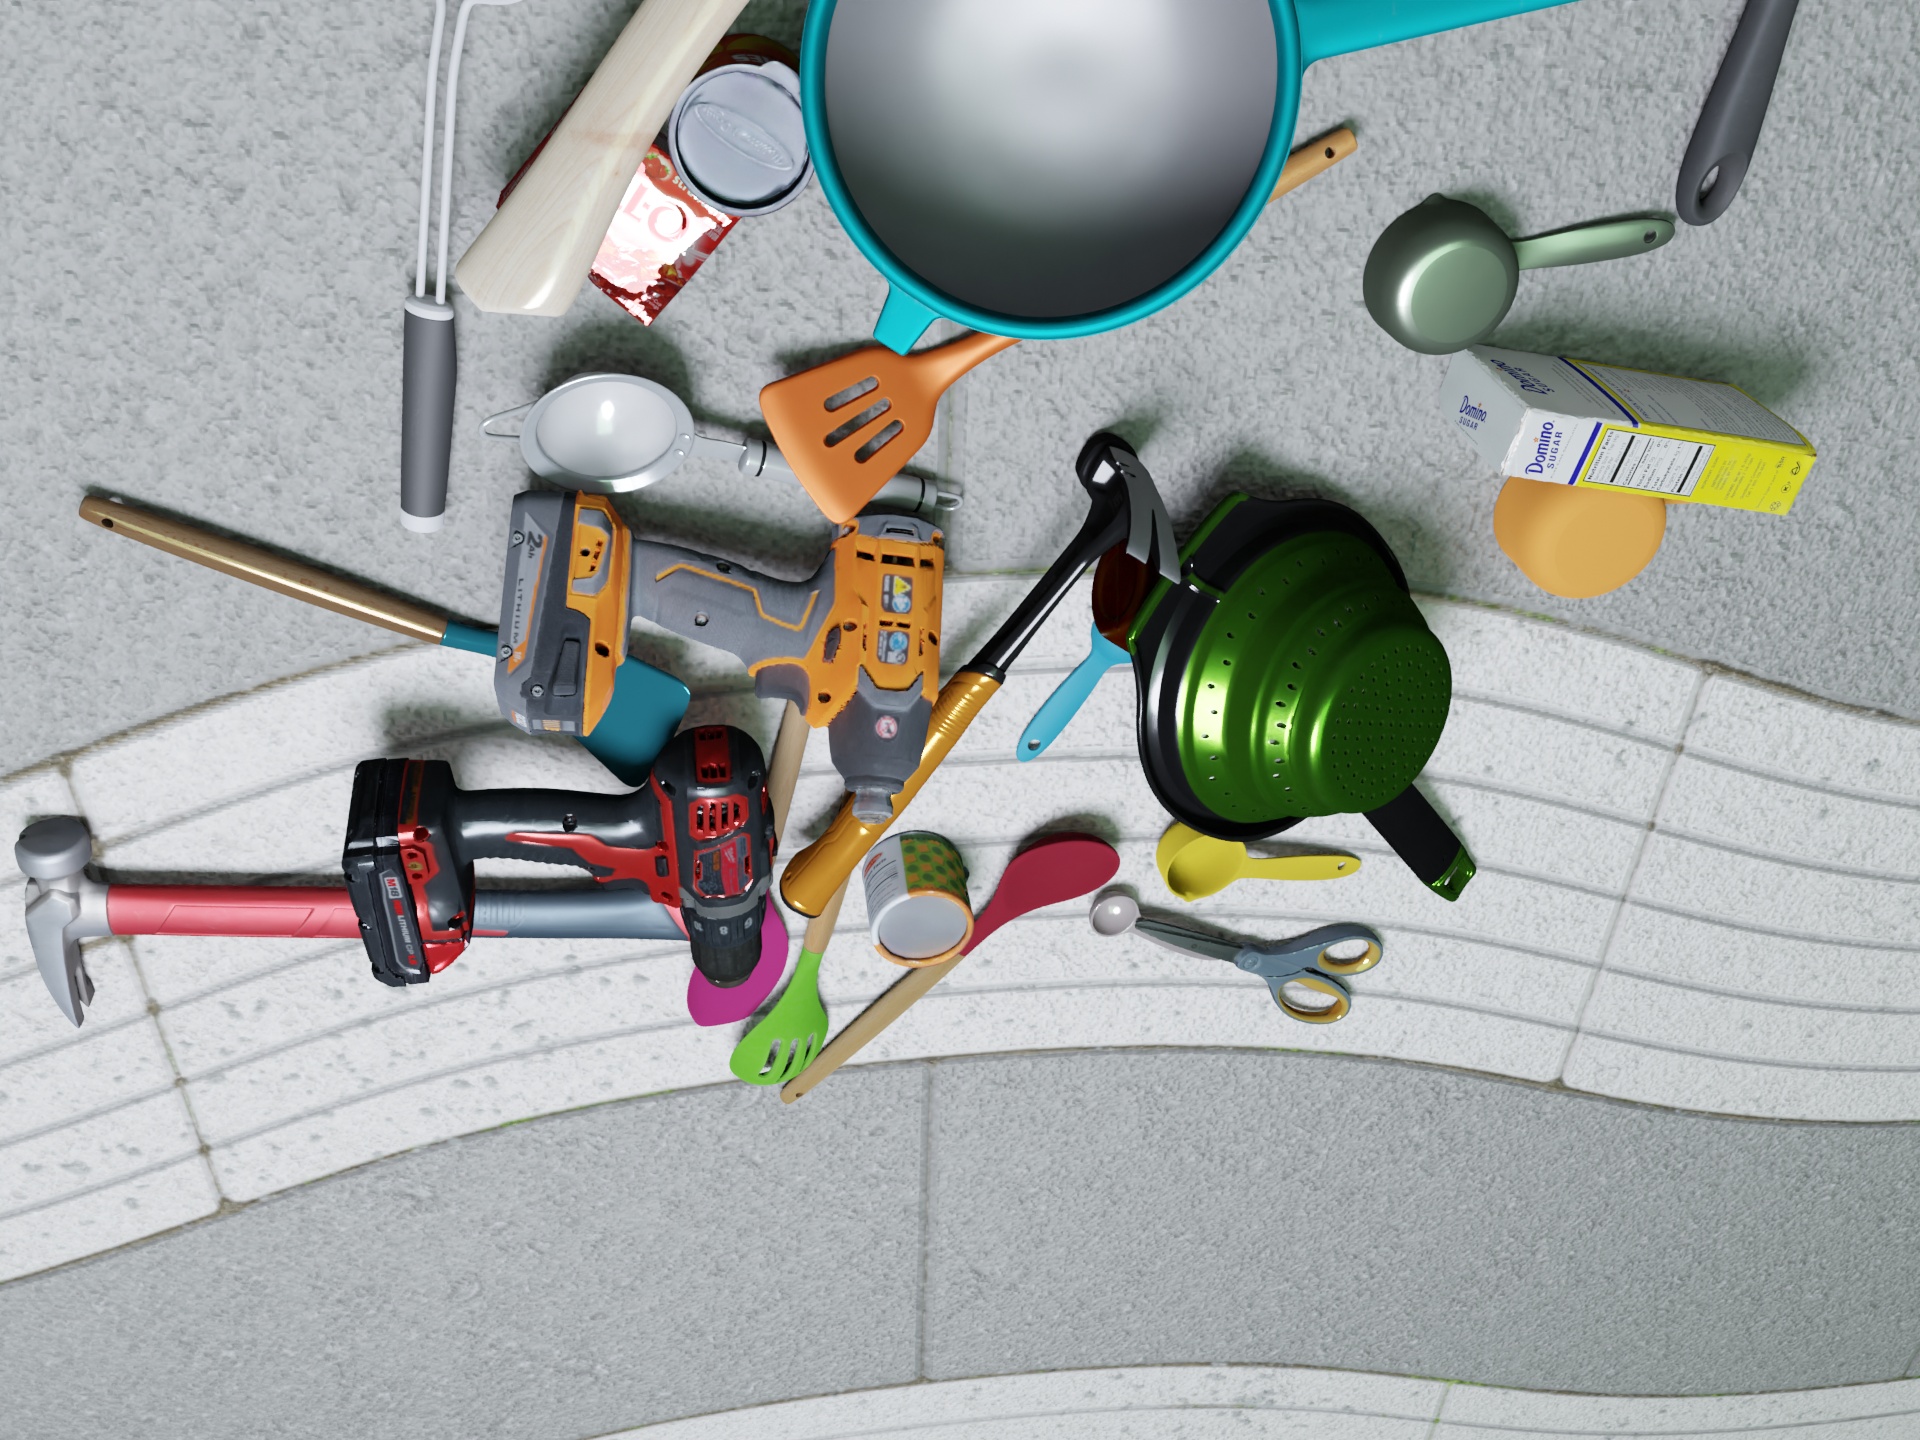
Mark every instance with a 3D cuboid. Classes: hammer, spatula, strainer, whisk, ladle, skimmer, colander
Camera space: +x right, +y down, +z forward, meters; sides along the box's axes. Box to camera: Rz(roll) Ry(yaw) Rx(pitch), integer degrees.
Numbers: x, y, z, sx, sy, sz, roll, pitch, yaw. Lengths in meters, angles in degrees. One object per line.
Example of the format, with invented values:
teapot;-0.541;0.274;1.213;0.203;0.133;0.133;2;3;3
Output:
hammer;-0.354;0.129;0.975;0.386;0.038;0.143;2;126;-11
hammer;-0.083;-0.334;0.640;0.146;0.038;0.410;46;109;3
spatula;0.054;-0.210;0.802;0.322;0.041;0.081;-28;108;8
strainer;-0.117;-0.139;0.825;0.258;0.050;0.086;10;143;-23
hammer;-0.001;-0.003;0.890;0.034;0.127;0.336;28;117;-24
whisk;0.390;-0.372;0.740;0.073;0.073;0.295;-4;132;-7
ladle;-0.017;0.169;1.069;0.069;0.031;0.315;30;118;-36
spatula;-0.303;-0.051;0.851;0.317;0.044;0.082;20;125;-22
skimmer;-0.251;-0.232;0.703;0.127;0.090;0.363;22;125;8
strainer;0.102;-0.291;0.697;0.340;0.095;0.211;-10;107;8
colander;0.251;0.026;0.938;0.204;0.095;0.396;-53;131;-5

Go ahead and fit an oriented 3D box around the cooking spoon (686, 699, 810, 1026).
cooking spoon;-0.119;0.074;0.987;0.068;0.017;0.318;-4;128;-31

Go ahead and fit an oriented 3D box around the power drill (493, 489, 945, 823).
power drill;-0.121;-0.033;0.829;0.226;0.164;0.084;5;167;-12

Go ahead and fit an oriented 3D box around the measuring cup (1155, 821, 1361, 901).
measuring cup;0.198;0.089;1.057;0.156;0.029;0.062;3;125;-27

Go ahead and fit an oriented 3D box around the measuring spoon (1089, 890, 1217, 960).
measuring spoon;0.136;0.141;1.086;0.124;0.018;0.034;22;112;-31

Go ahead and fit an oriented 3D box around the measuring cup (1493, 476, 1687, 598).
measuring cup;0.401;-0.119;0.919;0.173;0.052;0.095;-7;126;-2

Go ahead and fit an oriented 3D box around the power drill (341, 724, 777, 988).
power drill;-0.217;0.092;0.904;0.226;0.080;0.187;-5;132;-9

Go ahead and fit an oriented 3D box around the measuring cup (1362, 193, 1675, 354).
measuring cup;0.296;-0.235;0.827;0.167;0.038;0.083;-10;126;0

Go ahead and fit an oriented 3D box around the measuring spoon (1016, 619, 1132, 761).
measuring spoon;0.075;-0.018;0.953;0.042;0.021;0.128;27;115;-25

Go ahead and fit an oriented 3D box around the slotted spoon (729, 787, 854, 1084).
slotted spoon;-0.090;0.126;1.023;0.070;0.031;0.313;-4;126;-34
